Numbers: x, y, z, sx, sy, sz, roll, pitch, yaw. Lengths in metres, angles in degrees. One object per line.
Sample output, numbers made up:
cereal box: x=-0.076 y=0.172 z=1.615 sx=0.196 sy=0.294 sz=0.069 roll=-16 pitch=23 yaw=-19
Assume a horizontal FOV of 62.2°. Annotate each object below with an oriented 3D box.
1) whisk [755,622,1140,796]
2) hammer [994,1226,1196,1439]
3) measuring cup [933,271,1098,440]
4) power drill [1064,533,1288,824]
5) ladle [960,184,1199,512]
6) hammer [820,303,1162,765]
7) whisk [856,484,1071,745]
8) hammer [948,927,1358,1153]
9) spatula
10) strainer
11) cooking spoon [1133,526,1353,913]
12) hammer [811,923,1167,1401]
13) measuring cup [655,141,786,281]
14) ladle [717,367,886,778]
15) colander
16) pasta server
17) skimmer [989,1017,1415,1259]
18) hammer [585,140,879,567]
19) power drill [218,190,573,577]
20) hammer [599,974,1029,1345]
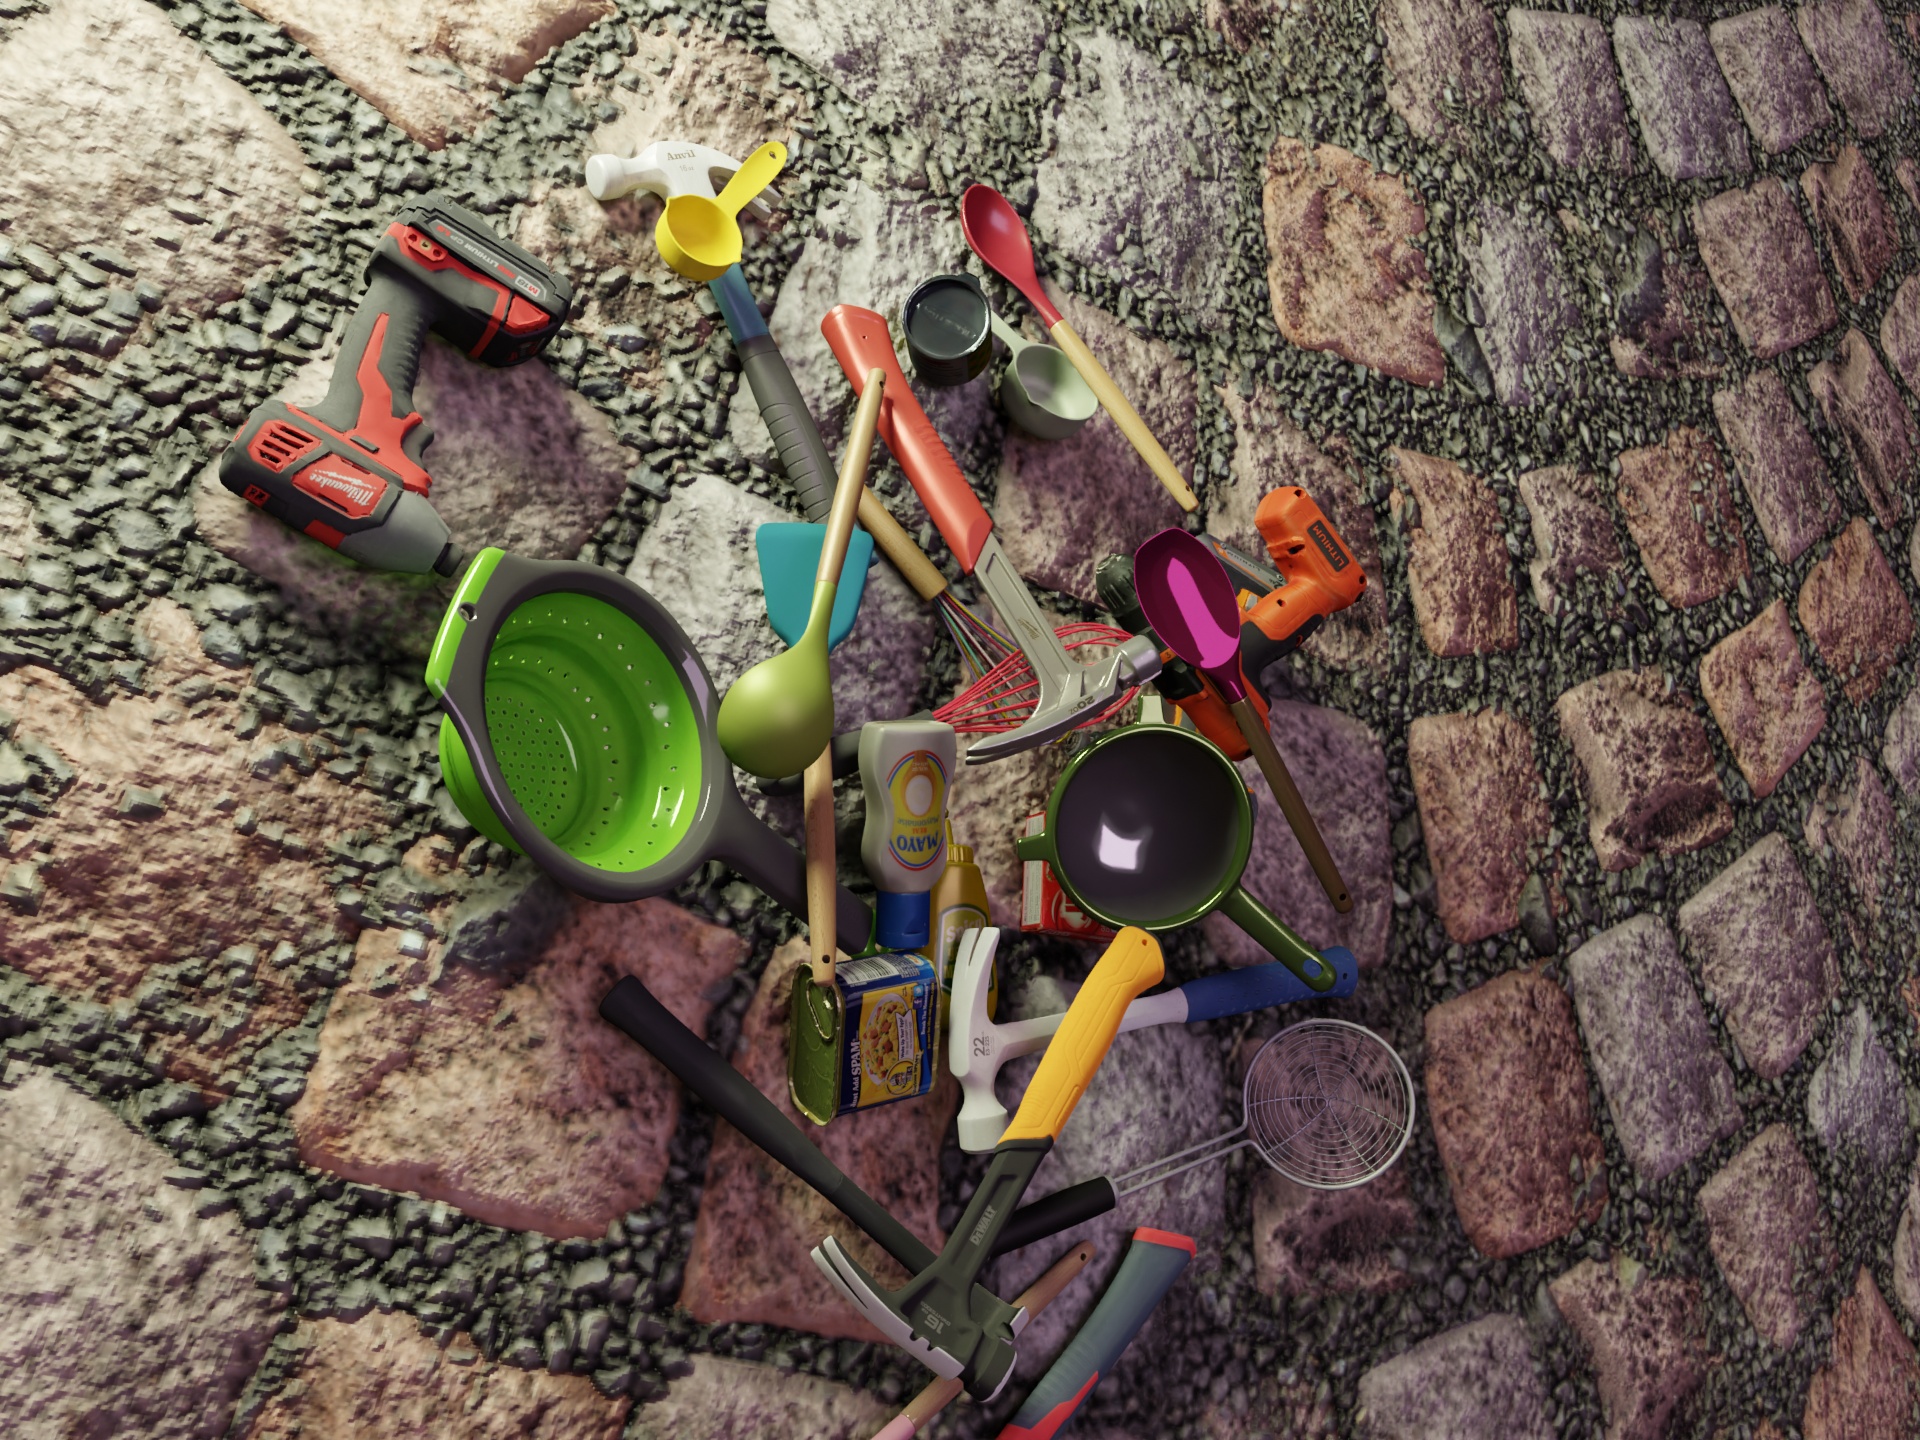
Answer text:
whisk: x=-0.002 y=-0.004 z=1.105 sx=0.296 sy=0.073 sz=0.073 roll=-19 pitch=88 yaw=-15
hammer: x=0.046 y=0.497 z=1.053 sx=0.386 sy=0.038 sz=0.143 roll=-42 pitch=102 yaw=-32
measuring cup: x=0.034 y=-0.285 z=1.249 sx=0.167 sy=0.038 sz=0.083 roll=43 pitch=47 yaw=3
power drill: x=0.172 y=-0.026 z=1.240 sx=0.164 sy=0.084 sz=0.227 roll=25 pitch=69 yaw=-23
ladle: x=0.092 y=-0.290 z=1.244 sx=0.069 sy=0.031 sz=0.315 roll=-24 pitch=75 yaw=-43
hammer: x=-0.012 y=-0.144 z=1.113 sx=0.149 sy=0.036 sz=0.359 roll=-27 pitch=71 yaw=-12
whisk: x=0.001 y=-0.079 z=1.169 sx=0.245 sy=0.047 sz=0.051 roll=49 pitch=59 yaw=-8
hammer: x=0.153 y=0.204 z=1.163 sx=0.405 sy=0.035 sz=0.144 roll=-2 pitch=85 yaw=-40
spatula: x=-0.093 y=0.016 z=1.039 sx=0.082 sy=0.044 sz=0.318 roll=4 pitch=62 yaw=-16
strainer: x=0.169 y=0.108 z=1.154 sx=0.256 sy=0.069 sz=0.151 roll=40 pitch=88 yaw=-10
cooking spoon: x=0.211 y=0.006 z=1.148 sx=0.069 sy=0.017 sz=0.318 roll=-32 pitch=103 yaw=-12
hammer: x=0.043 y=0.243 z=0.991 sx=0.127 sy=0.034 sz=0.337 roll=37 pitch=47 yaw=2
measuring cup: x=-0.162 y=-0.359 z=1.112 sx=0.062 sy=0.029 sz=0.157 roll=39 pitch=49 yaw=-14
ladle: x=-0.093 y=-0.107 z=1.052 sx=0.078 sy=0.062 sz=0.320 roll=40 pitch=49 yaw=-41
colander: x=-0.191 y=0.061 z=0.994 sx=0.396 sy=0.094 sz=0.205 roll=44 pitch=41 yaw=-36
pasta server: x=-0.020 y=0.439 z=1.036 sx=0.316 sy=0.040 sz=0.060 roll=-31 pitch=95 yaw=-37
skimmer: x=0.169 y=0.314 z=1.141 sx=0.363 sy=0.090 sz=0.127 roll=-11 pitch=74 yaw=-32
hammer: x=-0.142 y=-0.255 z=1.122 sx=0.128 sy=0.033 sz=0.331 roll=-23 pitch=88 yaw=-34
power drill: x=-0.334 y=-0.197 z=0.974 sx=0.143 sy=0.078 sz=0.220 roll=32 pitch=66 yaw=-21
hammer: x=-0.091 y=0.276 z=0.983 sx=0.334 sy=0.146 sz=0.035 roll=43 pitch=72 yaw=-6
